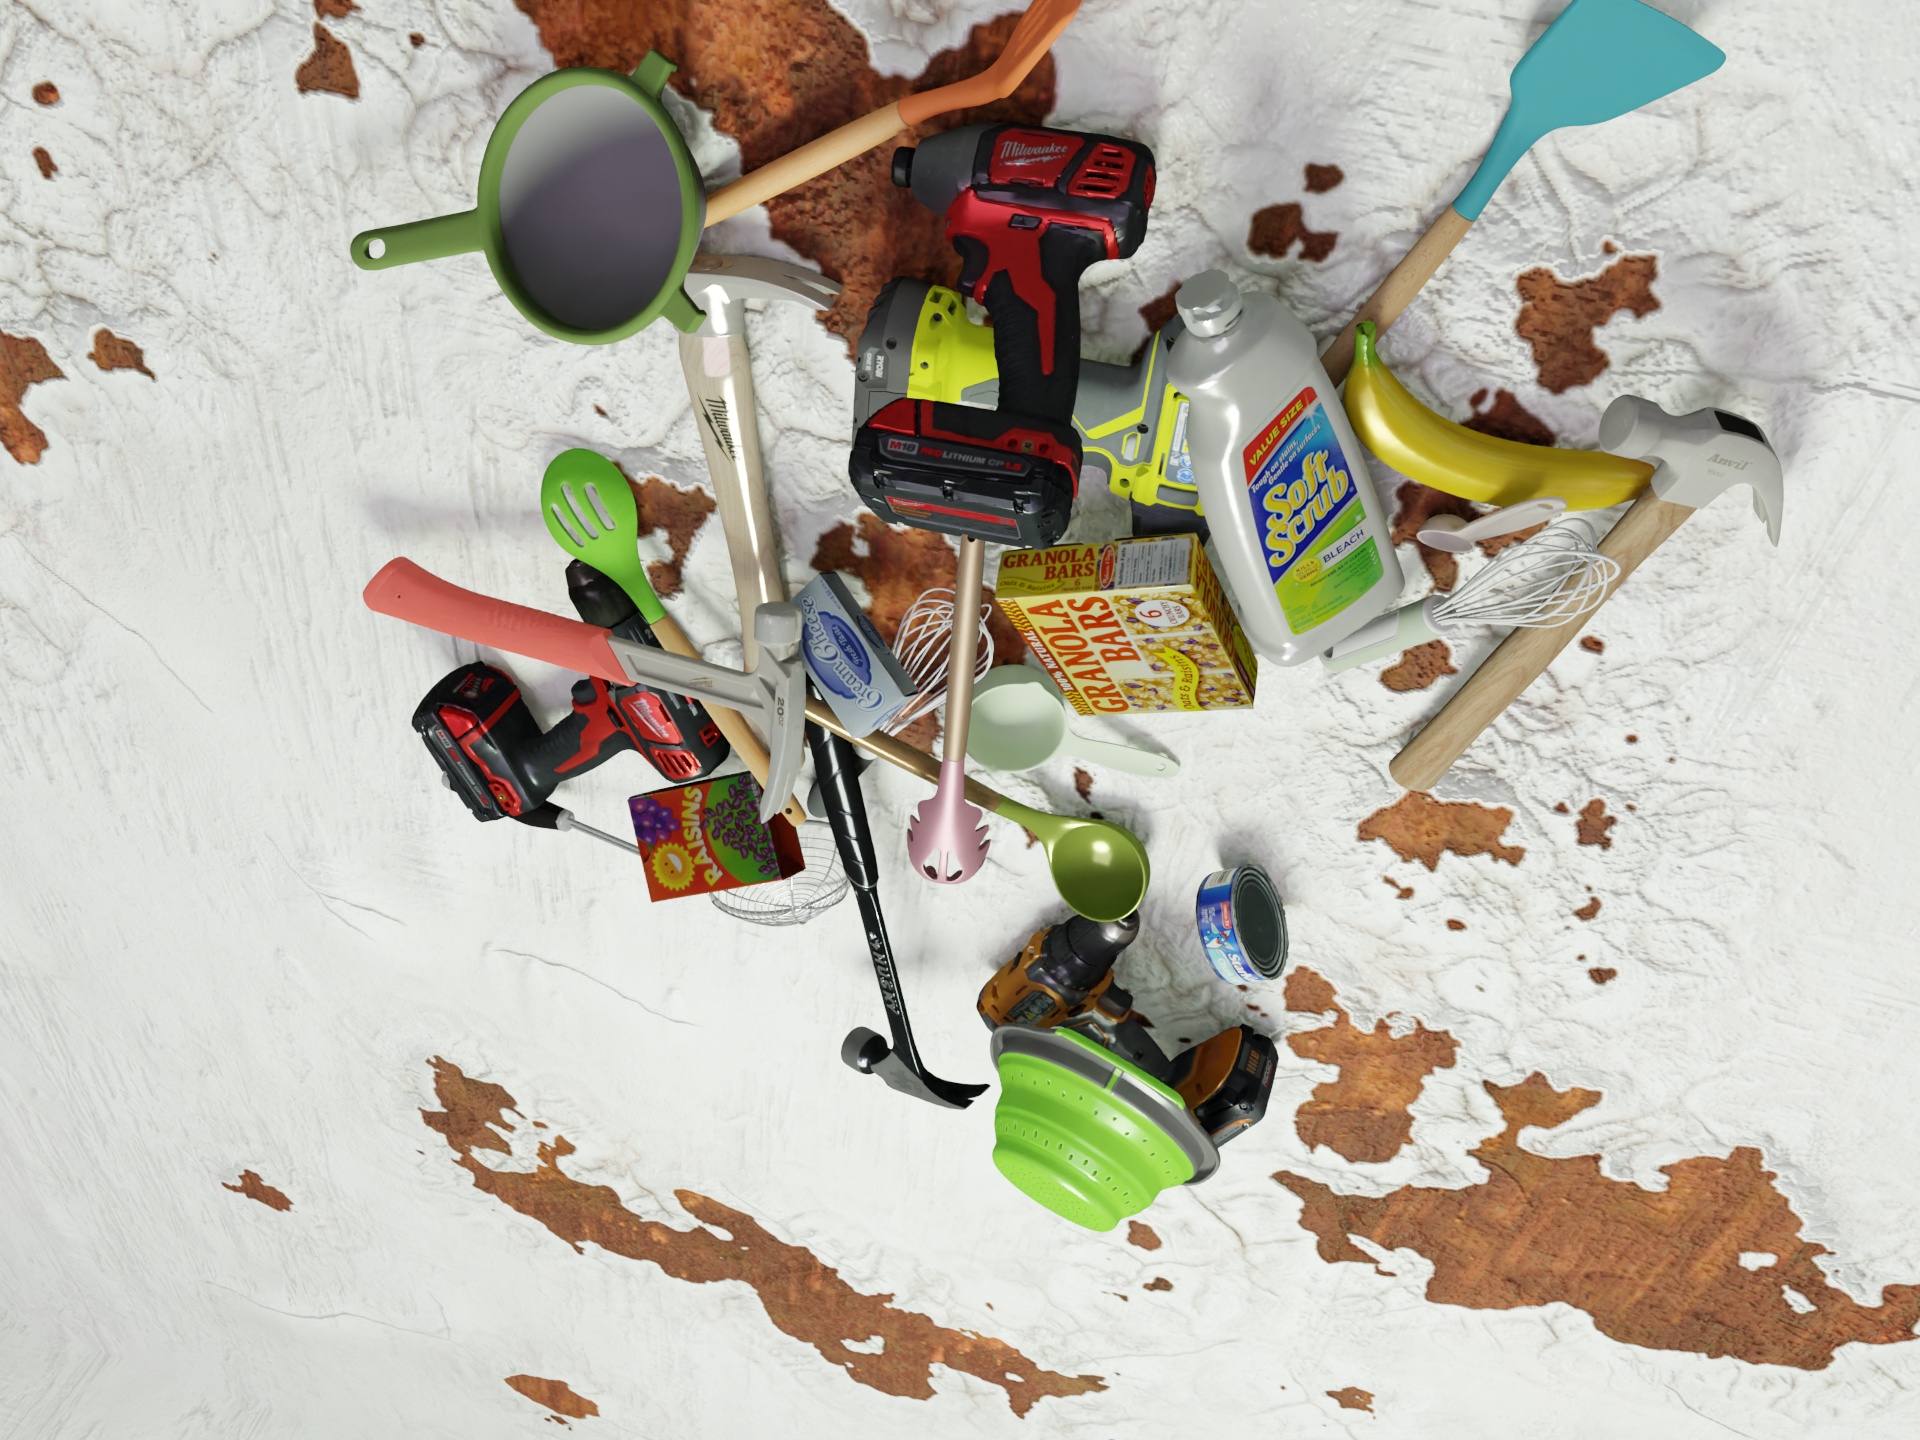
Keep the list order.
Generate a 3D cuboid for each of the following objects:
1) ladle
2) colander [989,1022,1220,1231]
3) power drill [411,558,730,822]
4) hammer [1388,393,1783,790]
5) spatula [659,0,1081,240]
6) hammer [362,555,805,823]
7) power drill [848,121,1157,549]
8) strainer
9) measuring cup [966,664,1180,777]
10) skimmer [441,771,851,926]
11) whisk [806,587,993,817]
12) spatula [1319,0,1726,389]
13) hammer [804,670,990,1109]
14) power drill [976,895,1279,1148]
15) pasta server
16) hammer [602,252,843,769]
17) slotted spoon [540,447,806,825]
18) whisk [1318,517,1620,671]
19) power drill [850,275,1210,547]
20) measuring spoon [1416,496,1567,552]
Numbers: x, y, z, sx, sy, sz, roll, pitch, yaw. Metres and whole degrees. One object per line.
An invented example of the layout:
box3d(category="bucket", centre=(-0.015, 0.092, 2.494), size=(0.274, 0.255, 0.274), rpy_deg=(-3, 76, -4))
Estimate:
box3d(category="ladle", centre=(0.005, 0.056, 1.134), size=(0.320, 0.062, 0.078), rpy_deg=(28, 124, -24))
box3d(category="colander", centre=(0.089, 0.369, 1.318), size=(0.204, 0.094, 0.396), rpy_deg=(29, 156, 12))
box3d(category="power drill", centre=(-0.305, -0.022, 1.212), size=(0.227, 0.080, 0.187), rpy_deg=(-14, 117, 25))
box3d(category="hammer", centre=(0.354, -0.057, 0.945), size=(0.130, 0.031, 0.331), rpy_deg=(9, 142, -14))
box3d(category="spatula", centre=(-0.054, -0.329, 0.867), size=(0.322, 0.081, 0.041), rpy_deg=(-12, 141, 35))
box3d(category="hammer", centre=(-0.270, -0.044, 1.116), size=(0.359, 0.037, 0.149), rpy_deg=(15, 112, 21))
box3d(category="power drill", centre=(0.015, -0.212, 0.846), size=(0.143, 0.220, 0.078), rpy_deg=(12, 172, 9))
box3d(category="strainer", centre=(-0.248, -0.294, 0.946), size=(0.256, 0.069, 0.151), rpy_deg=(-1, 101, 27))
box3d(category="measuring cup", centre=(0.078, 0.007, 1.129), size=(0.167, 0.038, 0.083), rpy_deg=(15, 122, -16))
box3d(category="skimmer", centre=(-0.260, 0.082, 1.319), size=(0.363, 0.090, 0.127), rpy_deg=(19, 145, 18))
box3d(category="whisk", centre=(-0.052, 0.000, 1.153), size=(0.070, 0.070, 0.284), rpy_deg=(31, 138, -8))
box3d(category="spatula", centre=(0.248, -0.241, 0.834), size=(0.082, 0.044, 0.317), rpy_deg=(16, 138, -20))
box3d(category="hammer", centre=(-0.069, 0.134, 1.208), size=(0.149, 0.036, 0.408), rpy_deg=(17, 131, 40))
box3d(category="power drill", centre=(0.147, 0.242, 1.278), size=(0.226, 0.084, 0.185), rpy_deg=(35, 133, -5))
box3d(category="pasta server", centre=(-0.002, -0.003, 1.049), size=(0.060, 0.040, 0.316), rpy_deg=(7, 128, 3))
box3d(category="hammer", centre=(-0.135, -0.121, 1.089), size=(0.146, 0.038, 0.410), rpy_deg=(7, 132, 12))
box3d(category="slotted spoon", centre=(-0.198, -0.052, 1.132), size=(0.070, 0.031, 0.313), rpy_deg=(-27, 106, 18))
box3d(category="whisk", centre=(0.282, -0.063, 0.922), size=(0.059, 0.058, 0.246), rpy_deg=(11, 166, -19))
box3d(category="power drill", centre=(0.052, -0.172, 0.948), size=(0.223, 0.080, 0.171), rpy_deg=(12, 132, 6))
box3d(category="measuring spoon", centre=(0.303, -0.117, 0.903), size=(0.034, 0.018, 0.124), rpy_deg=(20, 170, -14))
